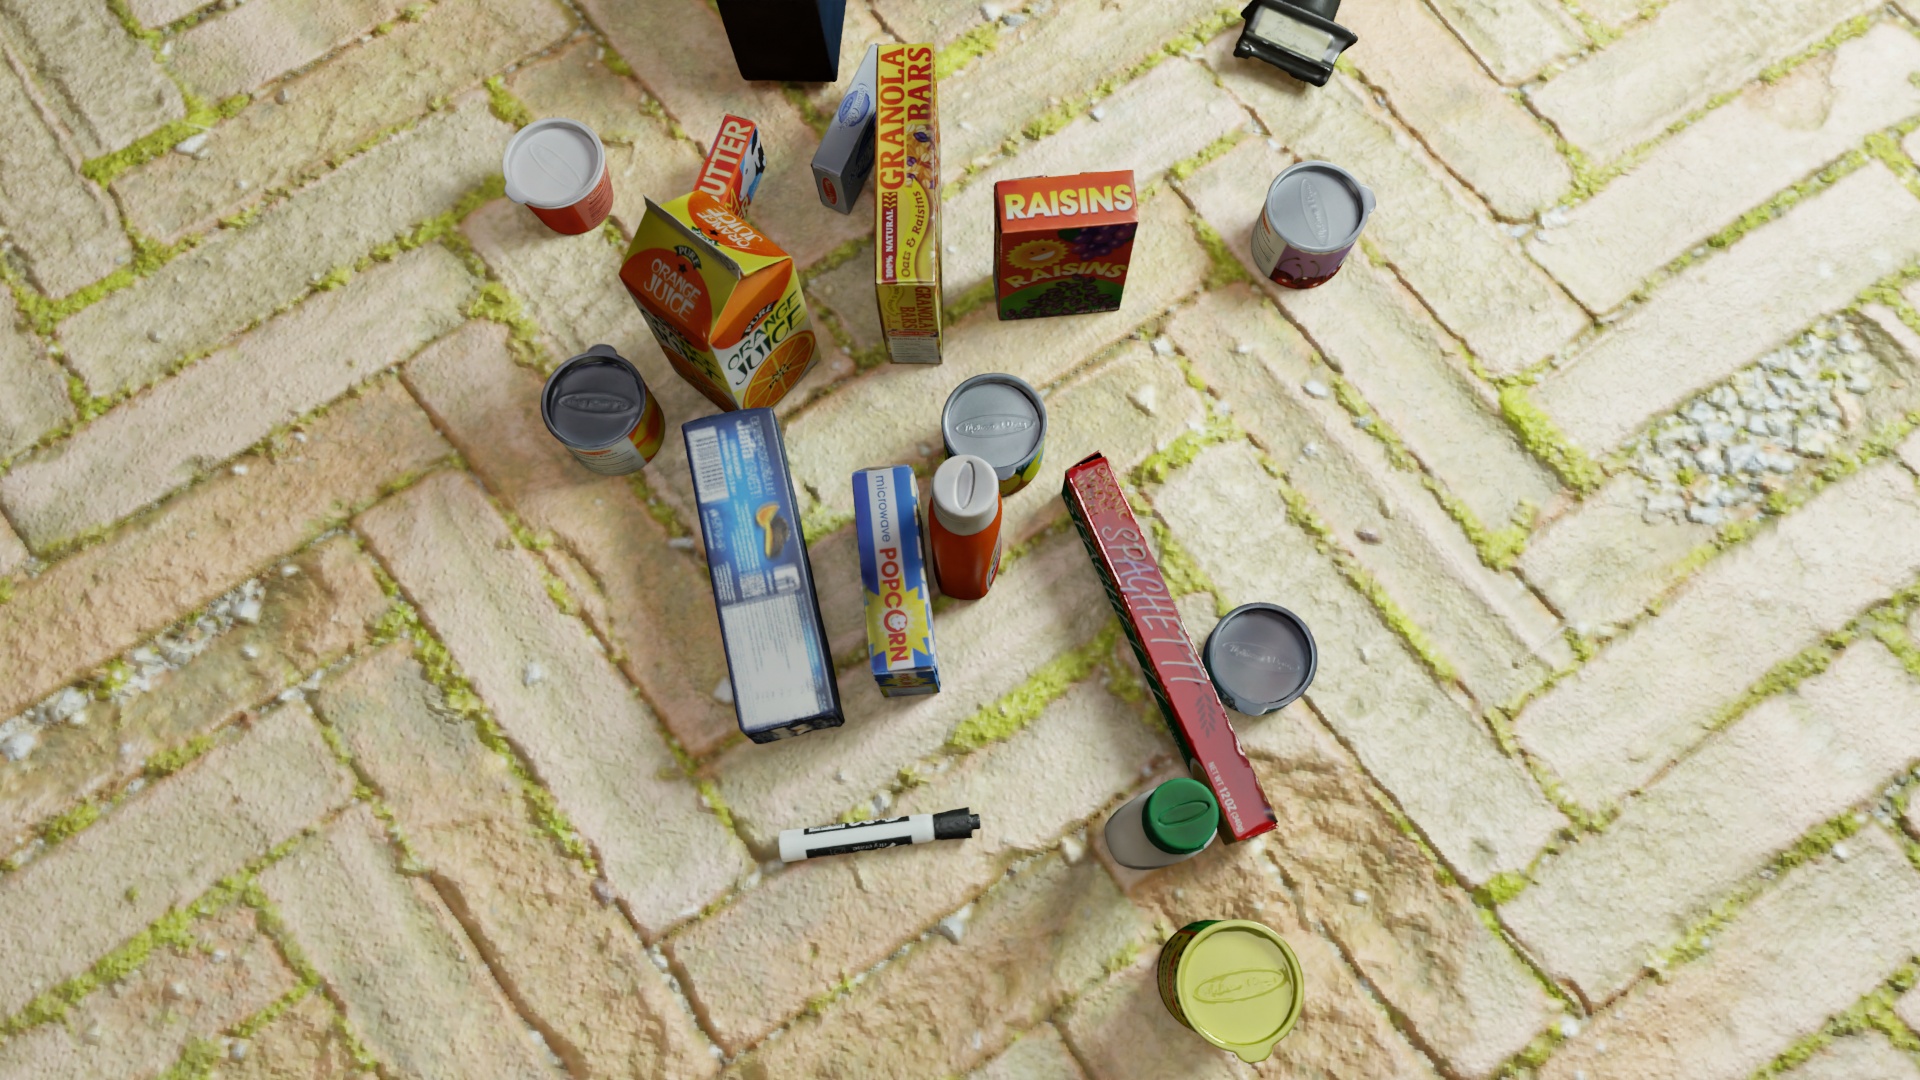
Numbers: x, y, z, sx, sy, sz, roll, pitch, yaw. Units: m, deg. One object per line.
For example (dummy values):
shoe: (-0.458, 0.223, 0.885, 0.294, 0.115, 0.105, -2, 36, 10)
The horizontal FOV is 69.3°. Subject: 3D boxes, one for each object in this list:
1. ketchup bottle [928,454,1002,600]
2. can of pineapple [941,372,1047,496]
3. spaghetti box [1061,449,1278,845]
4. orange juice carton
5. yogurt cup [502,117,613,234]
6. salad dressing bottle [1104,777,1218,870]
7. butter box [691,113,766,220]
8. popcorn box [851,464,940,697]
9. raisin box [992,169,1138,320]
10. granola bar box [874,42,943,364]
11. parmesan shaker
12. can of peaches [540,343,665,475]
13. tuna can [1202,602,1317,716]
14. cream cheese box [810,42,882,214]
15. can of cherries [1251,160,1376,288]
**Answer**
ketchup bottle: (0.003, -0.010, 0.822, 0.043, 0.148, 0.065, 6, 75, 3)
can of pineapple: (0.021, -0.064, 0.885, 0.071, 0.057, 0.071, 0, 74, 1)
spaghetti box: (0.124, 0.065, 0.850, 0.029, 0.050, 0.250, -22, 75, -5)
orange juice carton: (-0.144, -0.143, 0.840, 0.072, 0.192, 0.073, 39, 79, 11)
yogurt cup: (-0.269, -0.244, 0.943, 0.072, 0.053, 0.072, 0, 74, 1)
salad dressing bottle: (0.115, 0.158, 0.773, 0.064, 0.147, 0.044, -17, 75, -4)
butter box: (-0.162, -0.229, 0.937, 0.024, 0.053, 0.104, 17, 75, 6)
popcorn box: (-0.038, 0.026, 0.845, 0.038, 0.085, 0.127, -7, 74, -1)
raisin box: (0.065, -0.186, 0.885, 0.086, 0.123, 0.040, -5, 75, 0)
granola bar box: (-0.033, -0.212, 0.894, 0.039, 0.124, 0.166, -1, 74, 1)
parmesan shaker: (0.147, 0.247, 0.770, 0.071, 0.103, 0.071, 0, 74, 1)
can of peaches: (-0.228, -0.083, 0.894, 0.071, 0.058, 0.071, 0, 74, 1)
tuna can: (0.183, 0.076, 0.855, 0.071, 0.032, 0.071, 0, 74, 1)
cream cheese box: (-0.069, -0.281, 0.951, 0.024, 0.053, 0.104, 22, 76, 7)
can of cherries: (0.233, -0.208, 0.922, 0.071, 0.058, 0.071, 0, 74, 1)
